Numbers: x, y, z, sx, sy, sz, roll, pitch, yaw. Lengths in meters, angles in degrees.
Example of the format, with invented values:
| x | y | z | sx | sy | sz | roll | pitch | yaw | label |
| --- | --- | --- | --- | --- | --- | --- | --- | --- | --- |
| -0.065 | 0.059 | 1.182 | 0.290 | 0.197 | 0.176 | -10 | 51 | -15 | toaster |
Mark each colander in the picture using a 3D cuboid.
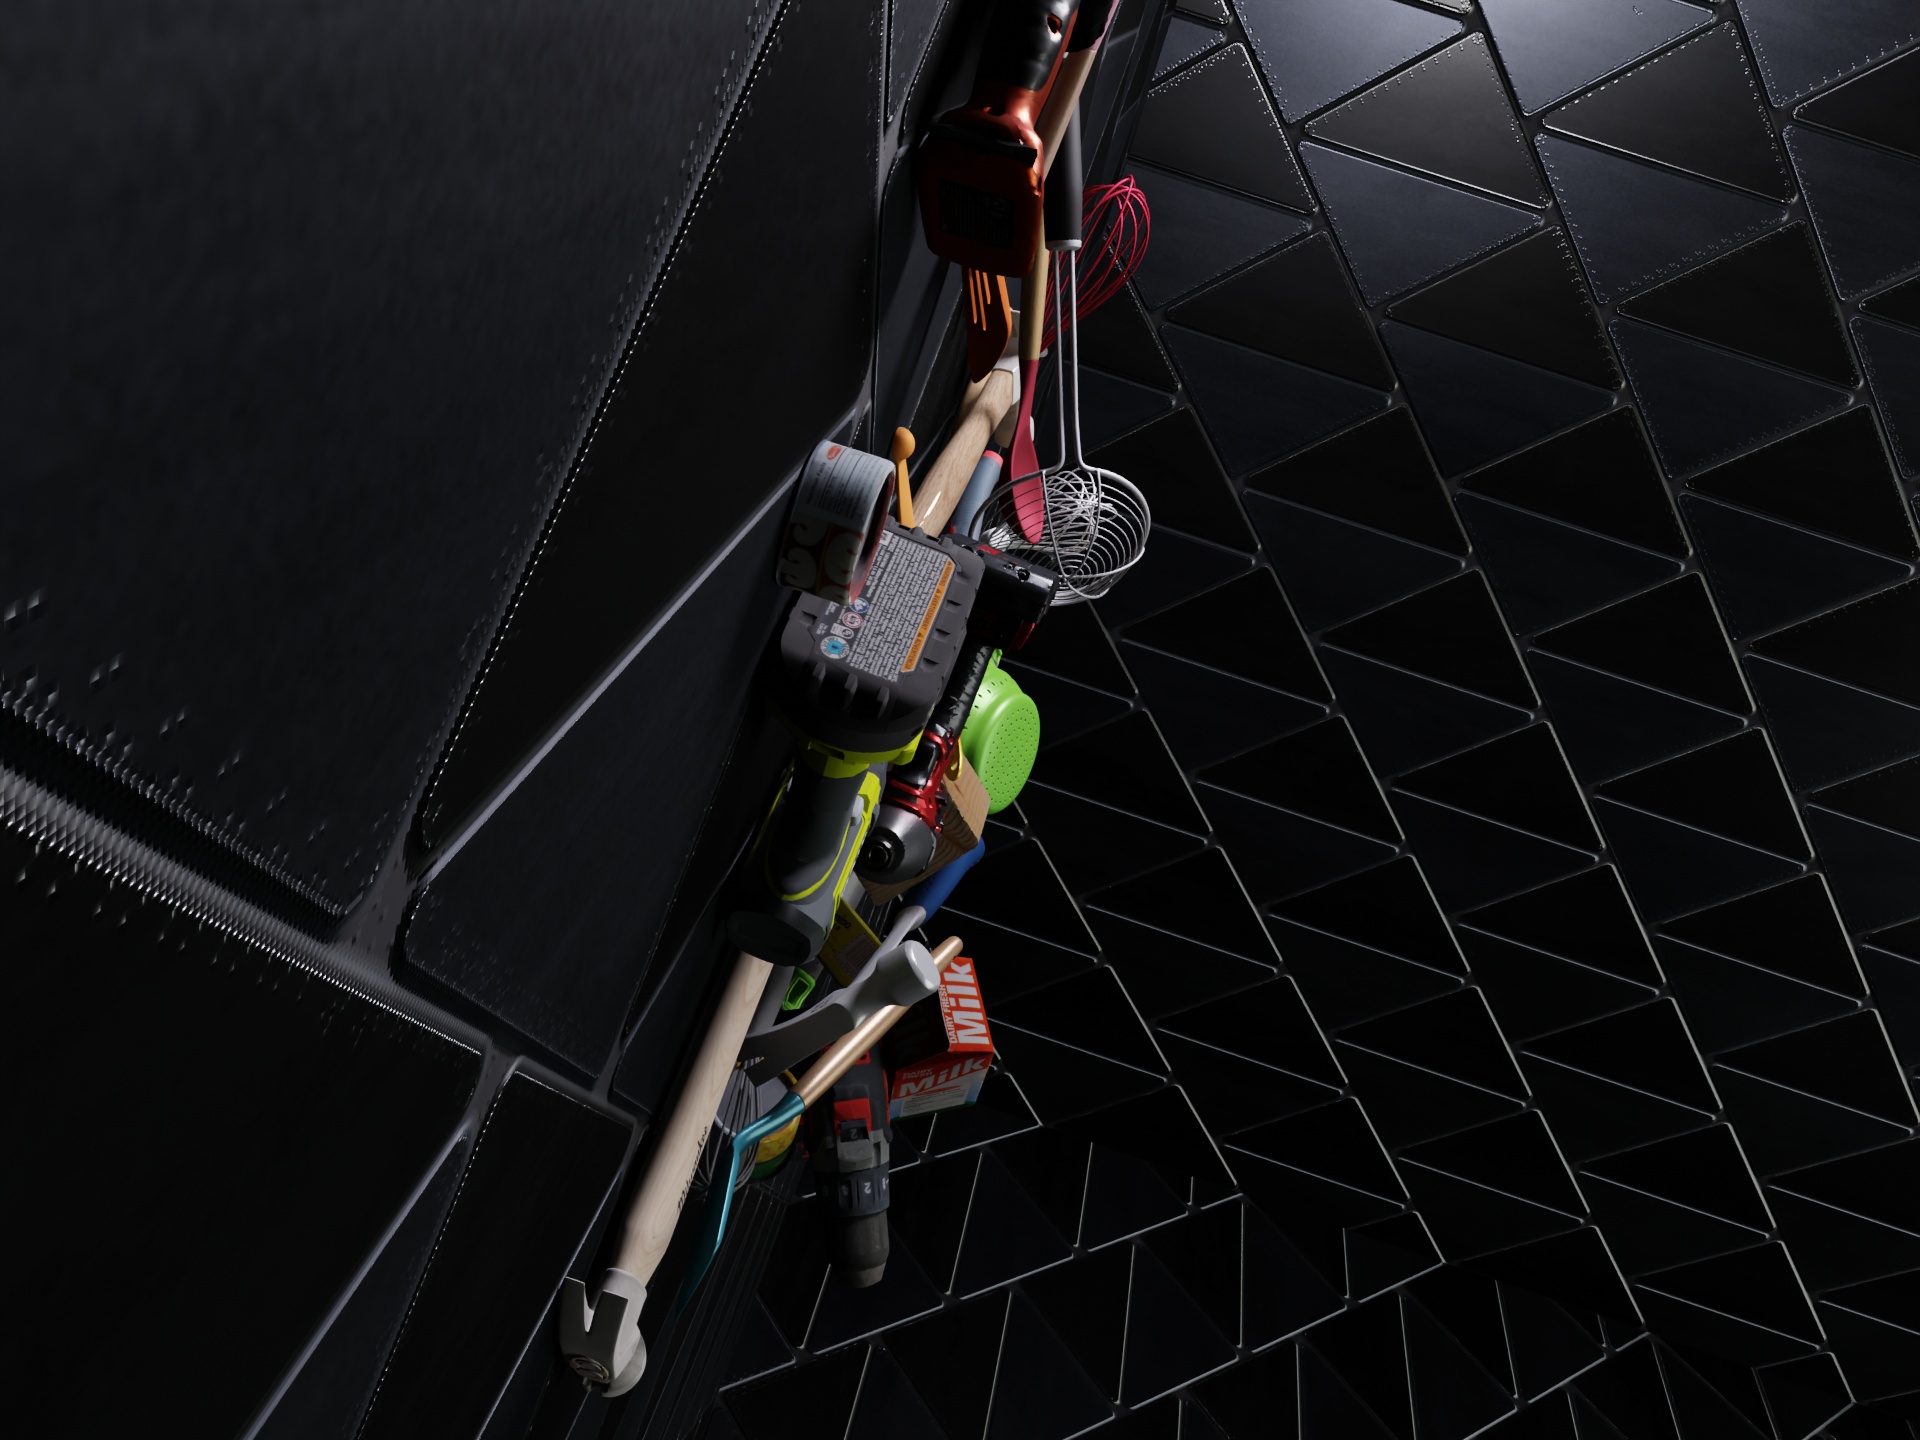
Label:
| x | y | z | sx | sy | sz | roll | pitch | yaw | label |
| --- | --- | --- | --- | --- | --- | --- | --- | --- | --- |
| -0.031 | 0.087 | 1.382 | 0.397 | 0.094 | 0.204 | -62 | 150 | -18 | colander |

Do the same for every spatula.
| x | y | z | sx | sy | sz | roll | pitch | yaw | label |
| --- | --- | --- | --- | --- | --- | --- | --- | --- | --- |
| -0.077 | 0.224 | 0.964 | 0.317 | 0.044 | 0.082 | -39 | 163 | -48 | spatula |
| 0.046 | -0.351 | 0.904 | 0.081 | 0.041 | 0.323 | 154 | -46 | -75 | spatula |

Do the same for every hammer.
| x | y | z | sx | sy | sz | roll | pitch | yaw | label |
| --- | --- | --- | --- | --- | --- | --- | --- | --- | --- |
| -0.127 | 0.157 | 0.897 | 0.146 | 0.038 | 0.411 | 104 | 4 | -54 | hammer |
| -0.003 | -0.177 | 1.089 | 0.331 | 0.031 | 0.130 | -64 | 160 | -47 | hammer |
| -0.013 | -0.118 | 1.272 | 0.143 | 0.038 | 0.387 | -44 | -163 | 26 | hammer |
| -0.044 | 0.145 | 1.120 | 0.144 | 0.035 | 0.405 | -31 | -177 | 14 | hammer |

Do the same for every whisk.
| x | y | z | sx | sy | sz | roll | pitch | yaw | label |
| --- | --- | --- | --- | --- | --- | --- | --- | --- | --- |
| 0.069 | -0.315 | 1.280 | 0.295 | 0.073 | 0.073 | -54 | -168 | 46 | whisk |
| 0.046 | -0.160 | 1.376 | 0.284 | 0.070 | 0.070 | -10 | -121 | 64 | whisk |
| -0.137 | 0.214 | 1.024 | 0.239 | 0.055 | 0.055 | -77 | -177 | -53 | whisk |

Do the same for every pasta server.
| x | y | z | sx | sy | sz | roll | pitch | yaw | label |
| --- | --- | --- | --- | --- | --- | --- | --- | --- | --- |
| 0.071 | -0.380 | 0.961 | 0.060 | 0.040 | 0.316 | 58 | -45 | 37 | pasta server |

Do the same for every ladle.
| x | y | z | sx | sy | sz | roll | pitch | yaw | label |
| --- | --- | --- | --- | --- | --- | --- | --- | --- | --- |
| 0.050 | -0.276 | 1.101 | 0.069 | 0.031 | 0.315 | -52 | 148 | -62 | ladle |

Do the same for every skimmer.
| x | y | z | sx | sy | sz | roll | pitch | yaw | label |
| --- | --- | --- | --- | --- | --- | --- | --- | --- | --- |
| 0.064 | -0.253 | 1.066 | 0.090 | 0.127 | 0.363 | -120 | -153 | -76 | skimmer |

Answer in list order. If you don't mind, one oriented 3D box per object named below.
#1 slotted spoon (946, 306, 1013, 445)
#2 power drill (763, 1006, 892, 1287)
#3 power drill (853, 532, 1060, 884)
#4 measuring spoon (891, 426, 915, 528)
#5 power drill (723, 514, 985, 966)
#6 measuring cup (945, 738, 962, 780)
| x | y | z | sx | sy | sz | roll | pitch | yaw | label |
| --- | --- | --- | --- | --- | --- | --- | --- | --- | --- |
| -0.002 | -0.206 | 1.205 | 0.070 | 0.031 | 0.314 | 106 | 1 | -57 | slotted spoon |
| -0.094 | 0.300 | 1.169 | 0.226 | 0.080 | 0.188 | 153 | -68 | -75 | power drill |
| -0.014 | -0.002 | 0.999 | 0.143 | 0.078 | 0.219 | -52 | 164 | -80 | power drill |
| -0.029 | -0.122 | 0.944 | 0.021 | 0.011 | 0.116 | -64 | 157 | -45 | measuring spoon |
| -0.059 | 0.005 | 0.830 | 0.223 | 0.080 | 0.171 | 112 | -2 | -50 | power drill |
| -0.002 | -0.004 | 1.171 | 0.062 | 0.029 | 0.157 | -47 | -150 | 27 | measuring cup |
